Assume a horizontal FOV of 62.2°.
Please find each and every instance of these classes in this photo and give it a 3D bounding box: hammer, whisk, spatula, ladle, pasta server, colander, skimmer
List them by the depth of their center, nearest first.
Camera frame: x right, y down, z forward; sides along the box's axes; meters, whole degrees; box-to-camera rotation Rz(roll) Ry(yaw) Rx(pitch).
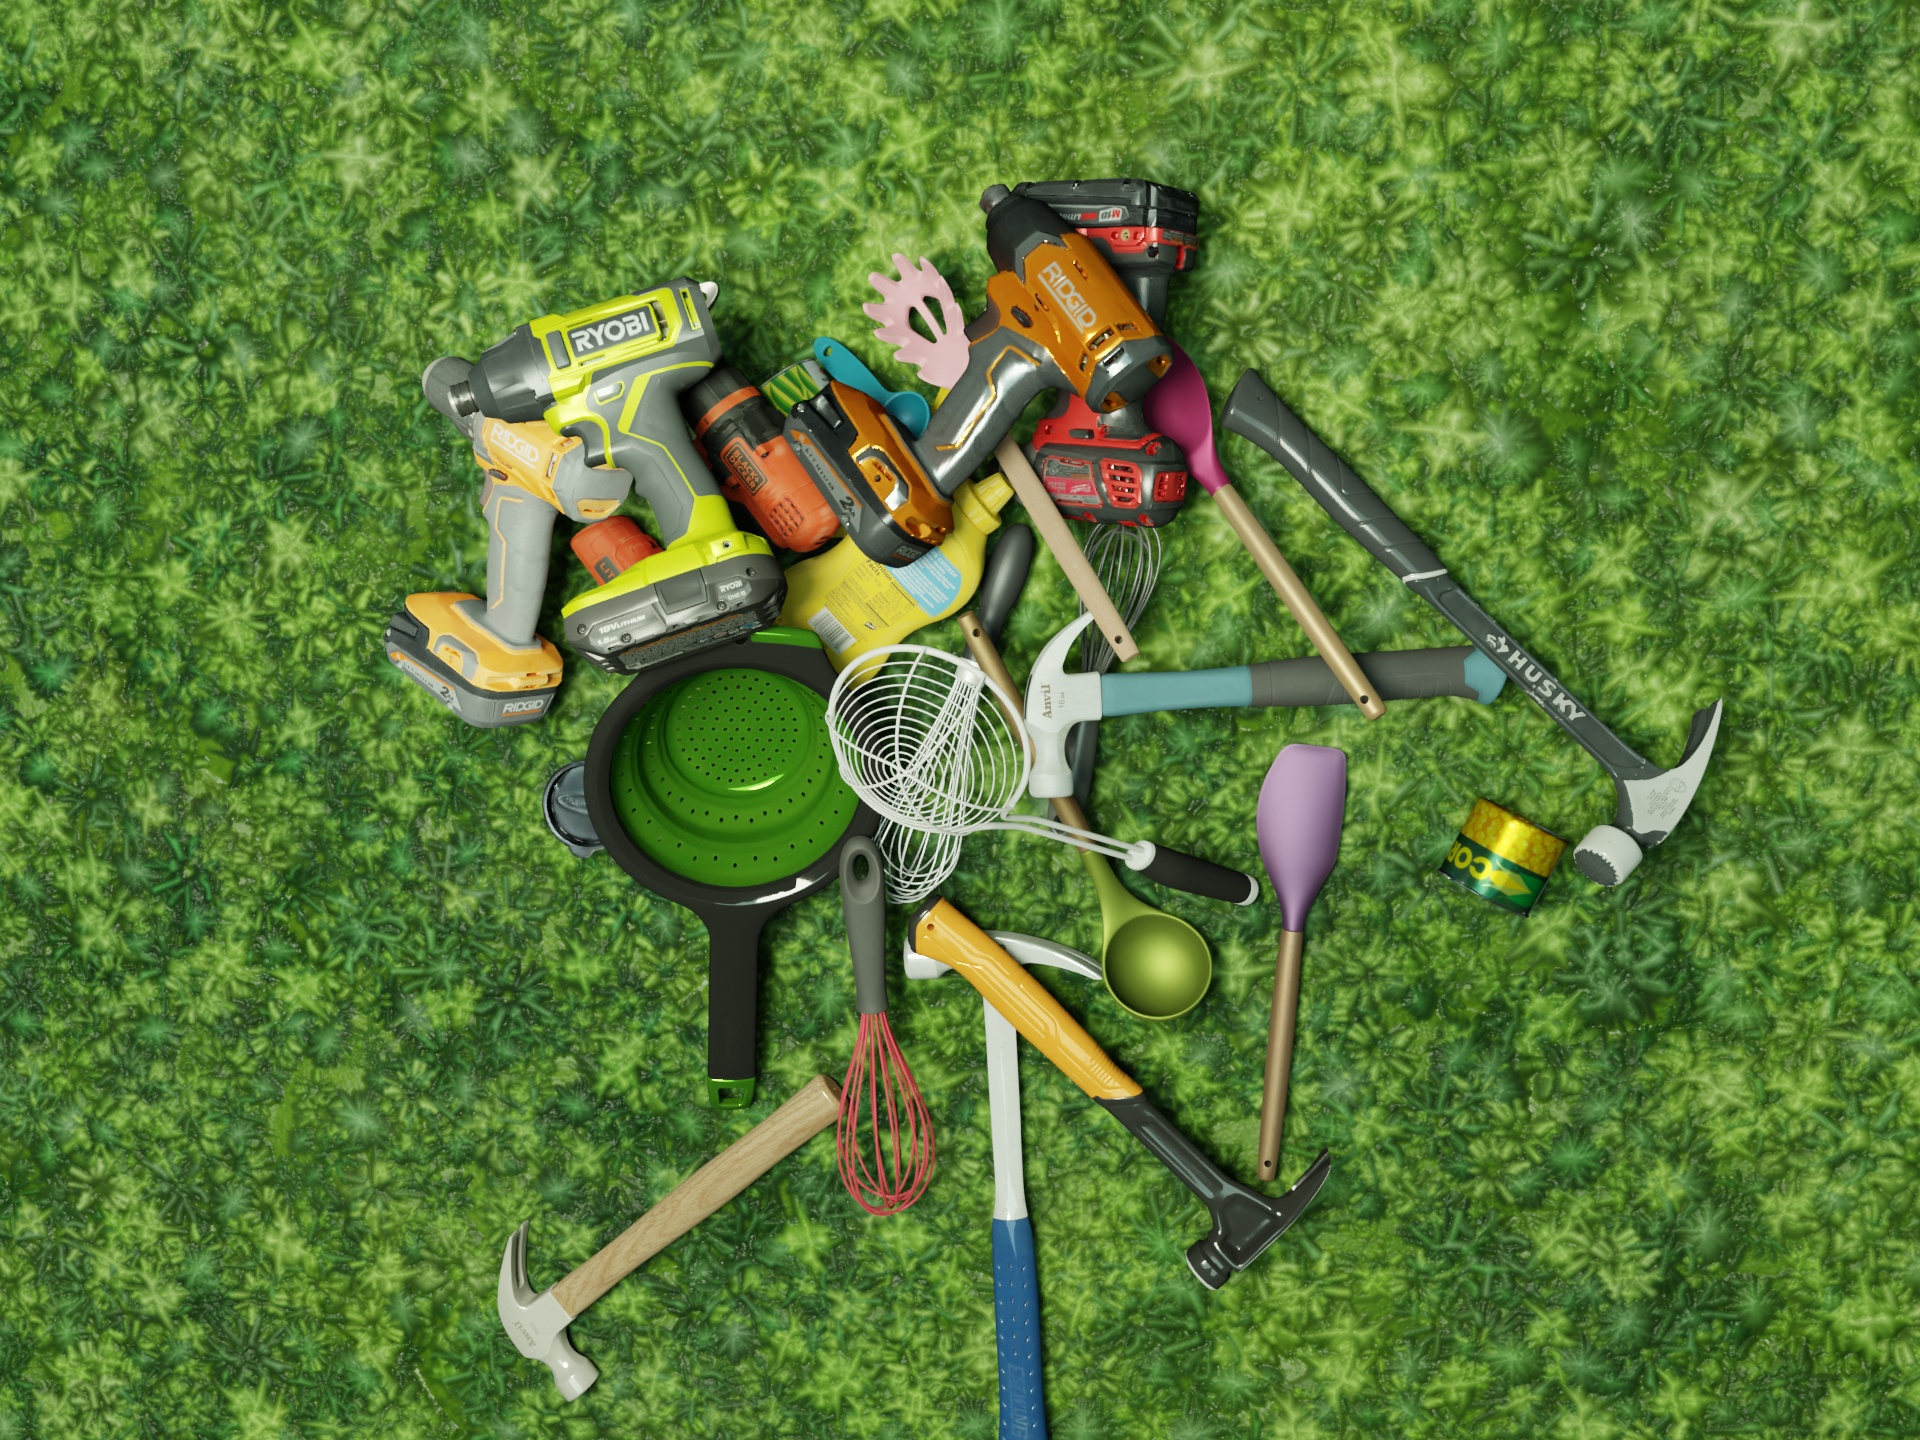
[{"bbox_3d":[0.072,0.048,1.024,0.127,0.363,0.090,-33,53,34],"label":"skimmer"},{"bbox_3d":[0.031,-0.174,1.053,0.060,0.040,0.316,-34,76,20],"label":"pasta server"},{"bbox_3d":[0.327,-0.085,1.056,0.149,0.036,0.409,-41,82,-18],"label":"hammer"},{"bbox_3d":[0.207,-0.023,1.070,0.331,0.033,0.128,-4,92,-4],"label":"hammer"},{"bbox_3d":[0.080,0.067,1.094,0.078,0.062,0.320,-31,102,-12],"label":"ladle"},{"bbox_3d":[0.099,0.240,1.111,0.337,0.034,0.127,43,101,2],"label":"hammer"},{"bbox_3d":[0.095,-0.028,1.116,0.055,0.055,0.239,12,102,6],"label":"whisk"},{"bbox_3d":[-0.003,-0.004,1.126,0.070,0.070,0.284,19,94,5],"label":"whisk"},{"bbox_3d":[0.231,0.173,1.130,0.060,0.018,0.316,5,96,11],"label":"spatula"},{"bbox_3d":[-0.060,0.221,1.131,0.073,0.073,0.295,-1,107,8],"label":"whisk"},{"bbox_3d":[-0.163,0.099,1.148,0.204,0.095,0.396,1,115,-8],"label":"colander"},{"bbox_3d":[0.042,0.354,1.168,0.144,0.035,0.405,-2,96,8],"label":"hammer"},{"bbox_3d":[-0.220,0.375,1.209,0.331,0.031,0.130,-39,90,10],"label":"hammer"}]

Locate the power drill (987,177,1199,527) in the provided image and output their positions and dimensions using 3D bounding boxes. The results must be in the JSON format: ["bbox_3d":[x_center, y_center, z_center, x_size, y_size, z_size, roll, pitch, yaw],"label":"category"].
[{"bbox_3d":[0.085,-0.243,1.065,0.143,0.078,0.219,10,104,34],"label":"power drill"}]

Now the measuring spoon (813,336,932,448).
[{"bbox_3d":[-0.061,-0.229,1.109,0.042,0.021,0.129,-49,59,10],"label":"measuring spoon"}]

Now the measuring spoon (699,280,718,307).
[{"bbox_3d":[-0.221,-0.272,1.148,0.124,0.018,0.034,-40,89,3],"label":"measuring spoon"}]

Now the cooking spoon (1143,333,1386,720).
[{"bbox_3d":[0.189,-0.133,1.065,0.068,0.017,0.319,-37,74,20],"label":"cooking spoon"}]

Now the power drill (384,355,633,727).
[{"bbox_3d":[-0.333,-0.132,1.120,0.185,0.084,0.226,33,112,26],"label":"power drill"}]

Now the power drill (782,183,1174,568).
[{"bbox_3d":[0.001,-0.222,1.010,0.226,0.084,0.164,-37,77,15],"label":"power drill"}]

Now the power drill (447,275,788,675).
[{"bbox_3d":[-0.211,-0.150,0.994,0.171,0.080,0.223,-19,81,-4],"label":"power drill"}]
